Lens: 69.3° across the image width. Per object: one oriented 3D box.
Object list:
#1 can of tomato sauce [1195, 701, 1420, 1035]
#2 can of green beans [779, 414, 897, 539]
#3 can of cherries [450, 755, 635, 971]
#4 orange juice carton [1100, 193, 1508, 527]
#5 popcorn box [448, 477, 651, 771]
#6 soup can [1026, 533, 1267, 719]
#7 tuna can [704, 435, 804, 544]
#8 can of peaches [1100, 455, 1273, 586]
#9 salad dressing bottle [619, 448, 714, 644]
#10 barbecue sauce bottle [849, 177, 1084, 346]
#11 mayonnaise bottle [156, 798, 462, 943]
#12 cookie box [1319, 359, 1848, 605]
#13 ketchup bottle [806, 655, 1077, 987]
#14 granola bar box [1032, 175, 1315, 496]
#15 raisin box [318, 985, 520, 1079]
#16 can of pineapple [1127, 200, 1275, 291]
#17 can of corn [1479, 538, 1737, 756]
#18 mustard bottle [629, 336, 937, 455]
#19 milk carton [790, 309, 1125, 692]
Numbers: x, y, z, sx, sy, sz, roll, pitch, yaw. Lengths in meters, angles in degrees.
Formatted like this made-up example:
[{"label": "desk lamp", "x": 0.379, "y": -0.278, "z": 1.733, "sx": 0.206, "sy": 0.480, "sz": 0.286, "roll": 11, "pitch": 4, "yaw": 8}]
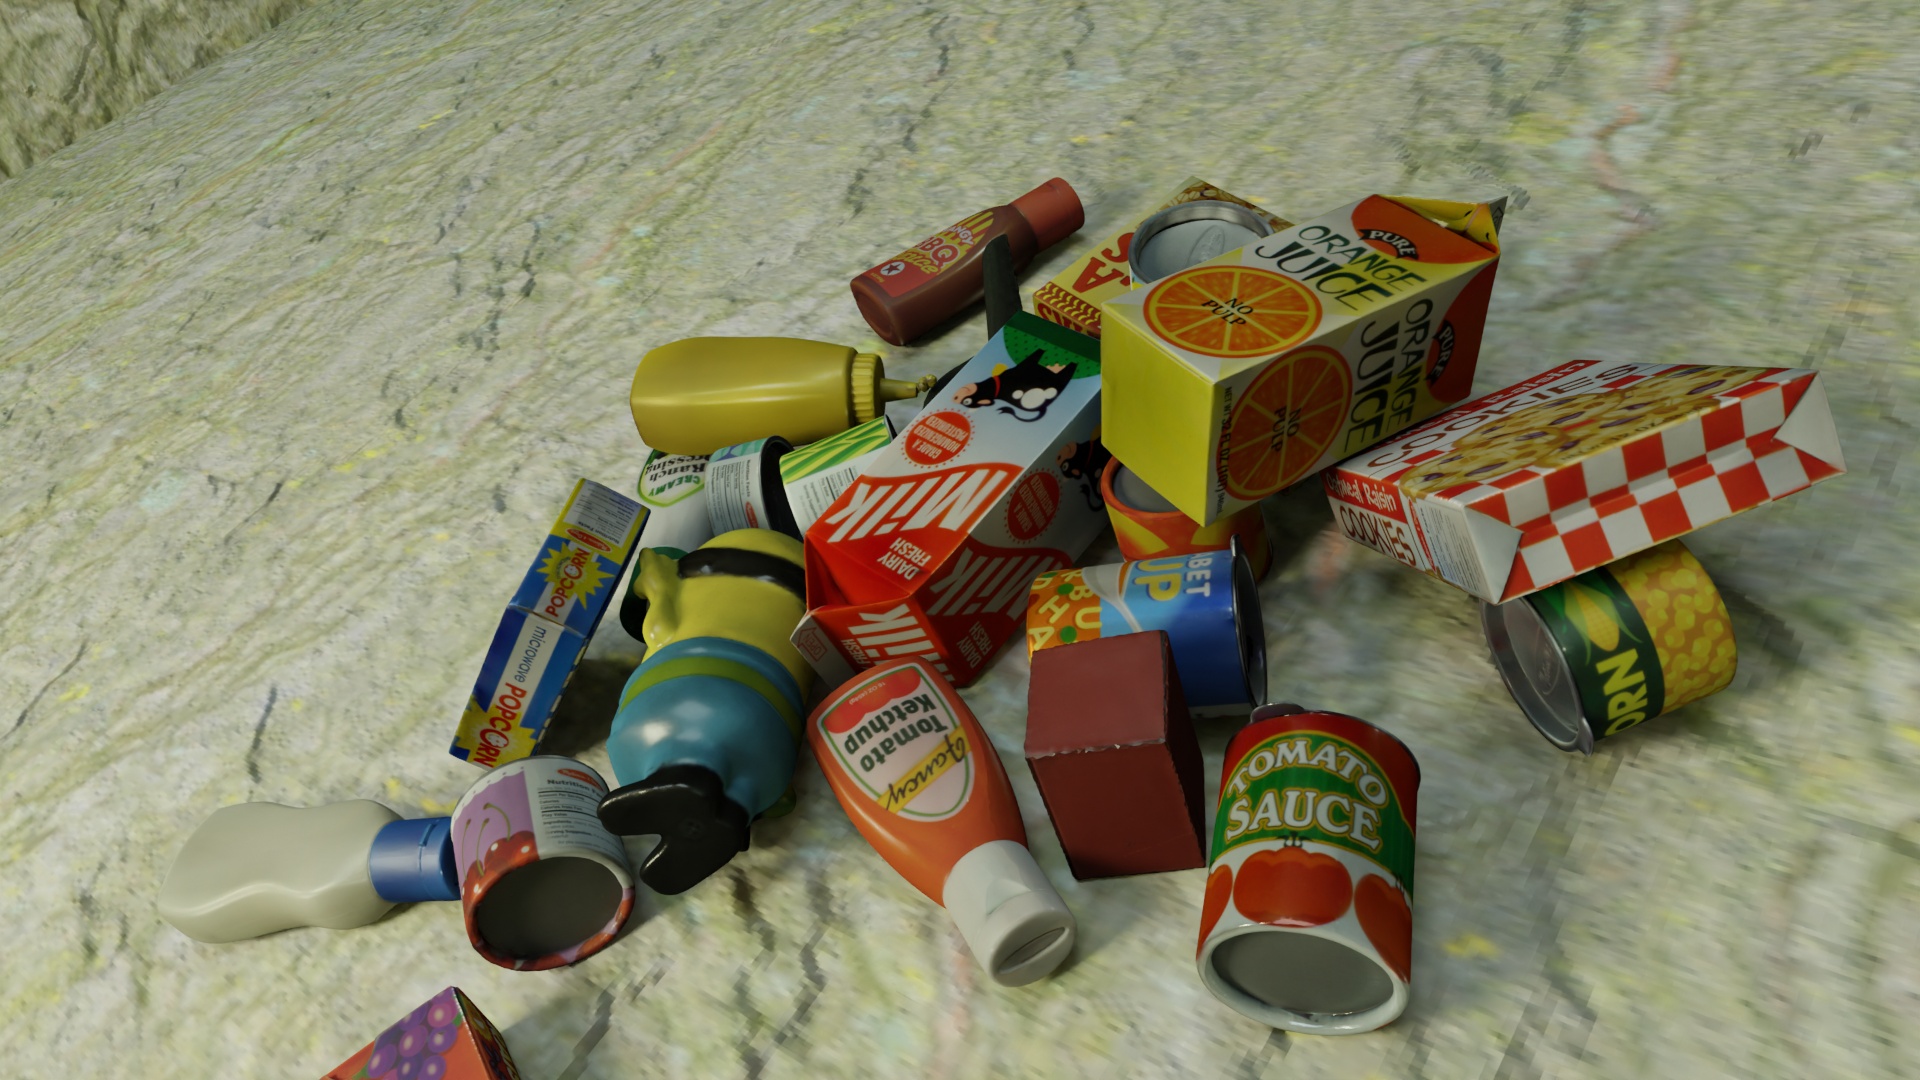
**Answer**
[{"label": "can of tomato sauce", "x": 0.114, "y": 0.107, "z": 0.454, "sx": 0.071, "sy": 0.071, "sz": 0.083, "roll": -3, "pitch": 42, "yaw": 23}, {"label": "can of green beans", "x": -0.051, "y": -0.022, "z": 0.692, "sx": 0.058, "sy": 0.071, "sz": 0.071, "roll": -21, "pitch": 38, "yaw": 2}, {"label": "can of cherries", "x": -0.172, "y": 0.134, "z": 0.569, "sx": 0.071, "sy": 0.071, "sz": 0.058, "roll": -28, "pitch": 39, "yaw": -7}, {"label": "orange juice carton", "x": 0.155, "y": -0.086, "z": 0.583, "sx": 0.193, "sy": 0.071, "sz": 0.073, "roll": -25, "pitch": 44, "yaw": -22}, {"label": "popcorn box", "x": -0.191, "y": 0.043, "z": 0.644, "sx": 0.038, "sy": 0.126, "sz": 0.085, "roll": 25, "pitch": 42, "yaw": -12}, {"label": "soup can", "x": 0.075, "y": 0.037, "z": 0.556, "sx": 0.084, "sy": 0.071, "sz": 0.072, "roll": -7, "pitch": 40, "yaw": 19}, {"label": "tuna can", "x": -0.102, "y": -0.019, "z": 0.716, "sx": 0.033, "sy": 0.070, "sz": 0.071, "roll": -11, "pitch": 39, "yaw": 15}, {"label": "can of peaches", "x": 0.098, "y": -0.009, "z": 0.610, "sx": 0.071, "sy": 0.057, "sz": 0.071, "roll": -13, "pitch": 39, "yaw": 11}, {"label": "salad dressing bottle", "x": -0.148, "y": -0.008, "z": 0.740, "sx": 0.064, "sy": 0.043, "sz": 0.148, "roll": -10, "pitch": 40, "yaw": 10}, {"label": "barbecue sauce bottle", "x": 0.008, "y": -0.176, "z": 0.865, "sx": 0.149, "sy": 0.043, "sz": 0.065, "roll": -32, "pitch": 38, "yaw": -13}, {"label": "mayonnaise bottle", "x": -0.284, "y": 0.147, "z": 0.626, "sx": 0.148, "sy": 0.041, "sz": 0.065, "roll": -7, "pitch": 42, "yaw": 17}, {"label": "cookie box", "x": 0.221, "y": -0.027, "z": 0.527, "sx": 0.123, "sy": 0.040, "sz": 0.168, "roll": -21, "pitch": 8, "yaw": 1}, {"label": "ketchup bottle", "x": -0.006, "y": 0.106, "z": 0.536, "sx": 0.065, "sy": 0.043, "sz": 0.149, "roll": -29, "pitch": 39, "yaw": -10}, {"label": "granola bar box", "x": 0.138, "y": -0.107, "z": 0.694, "sx": 0.124, "sy": 0.039, "sz": 0.166, "roll": -39, "pitch": 55, "yaw": -21}, {"label": "raisin box", "x": -0.189, "y": 0.228, "z": 0.483, "sx": 0.086, "sy": 0.040, "sz": 0.123, "roll": -36, "pitch": 39, "yaw": -15}, {"label": "can of pineapple", "x": 0.113, "y": -0.112, "z": 0.637, "sx": 0.071, "sy": 0.057, "sz": 0.071, "roll": -5, "pitch": 51, "yaw": 7}, {"label": "can of corn", "x": 0.228, "y": 0.035, "z": 0.488, "sx": 0.058, "sy": 0.071, "sz": 0.071, "roll": -22, "pitch": 38, "yaw": 0}, {"label": "mustard bottle", "x": -0.092, "y": -0.078, "z": 0.741, "sx": 0.160, "sy": 0.048, "sz": 0.066, "roll": 0, "pitch": 44, "yaw": 7}, {"label": "milk carton", "x": 0.002, "y": -0.008, "z": 0.624, "sx": 0.073, "sy": 0.072, "sz": 0.191, "roll": 29, "pitch": 69, "yaw": 39}]
